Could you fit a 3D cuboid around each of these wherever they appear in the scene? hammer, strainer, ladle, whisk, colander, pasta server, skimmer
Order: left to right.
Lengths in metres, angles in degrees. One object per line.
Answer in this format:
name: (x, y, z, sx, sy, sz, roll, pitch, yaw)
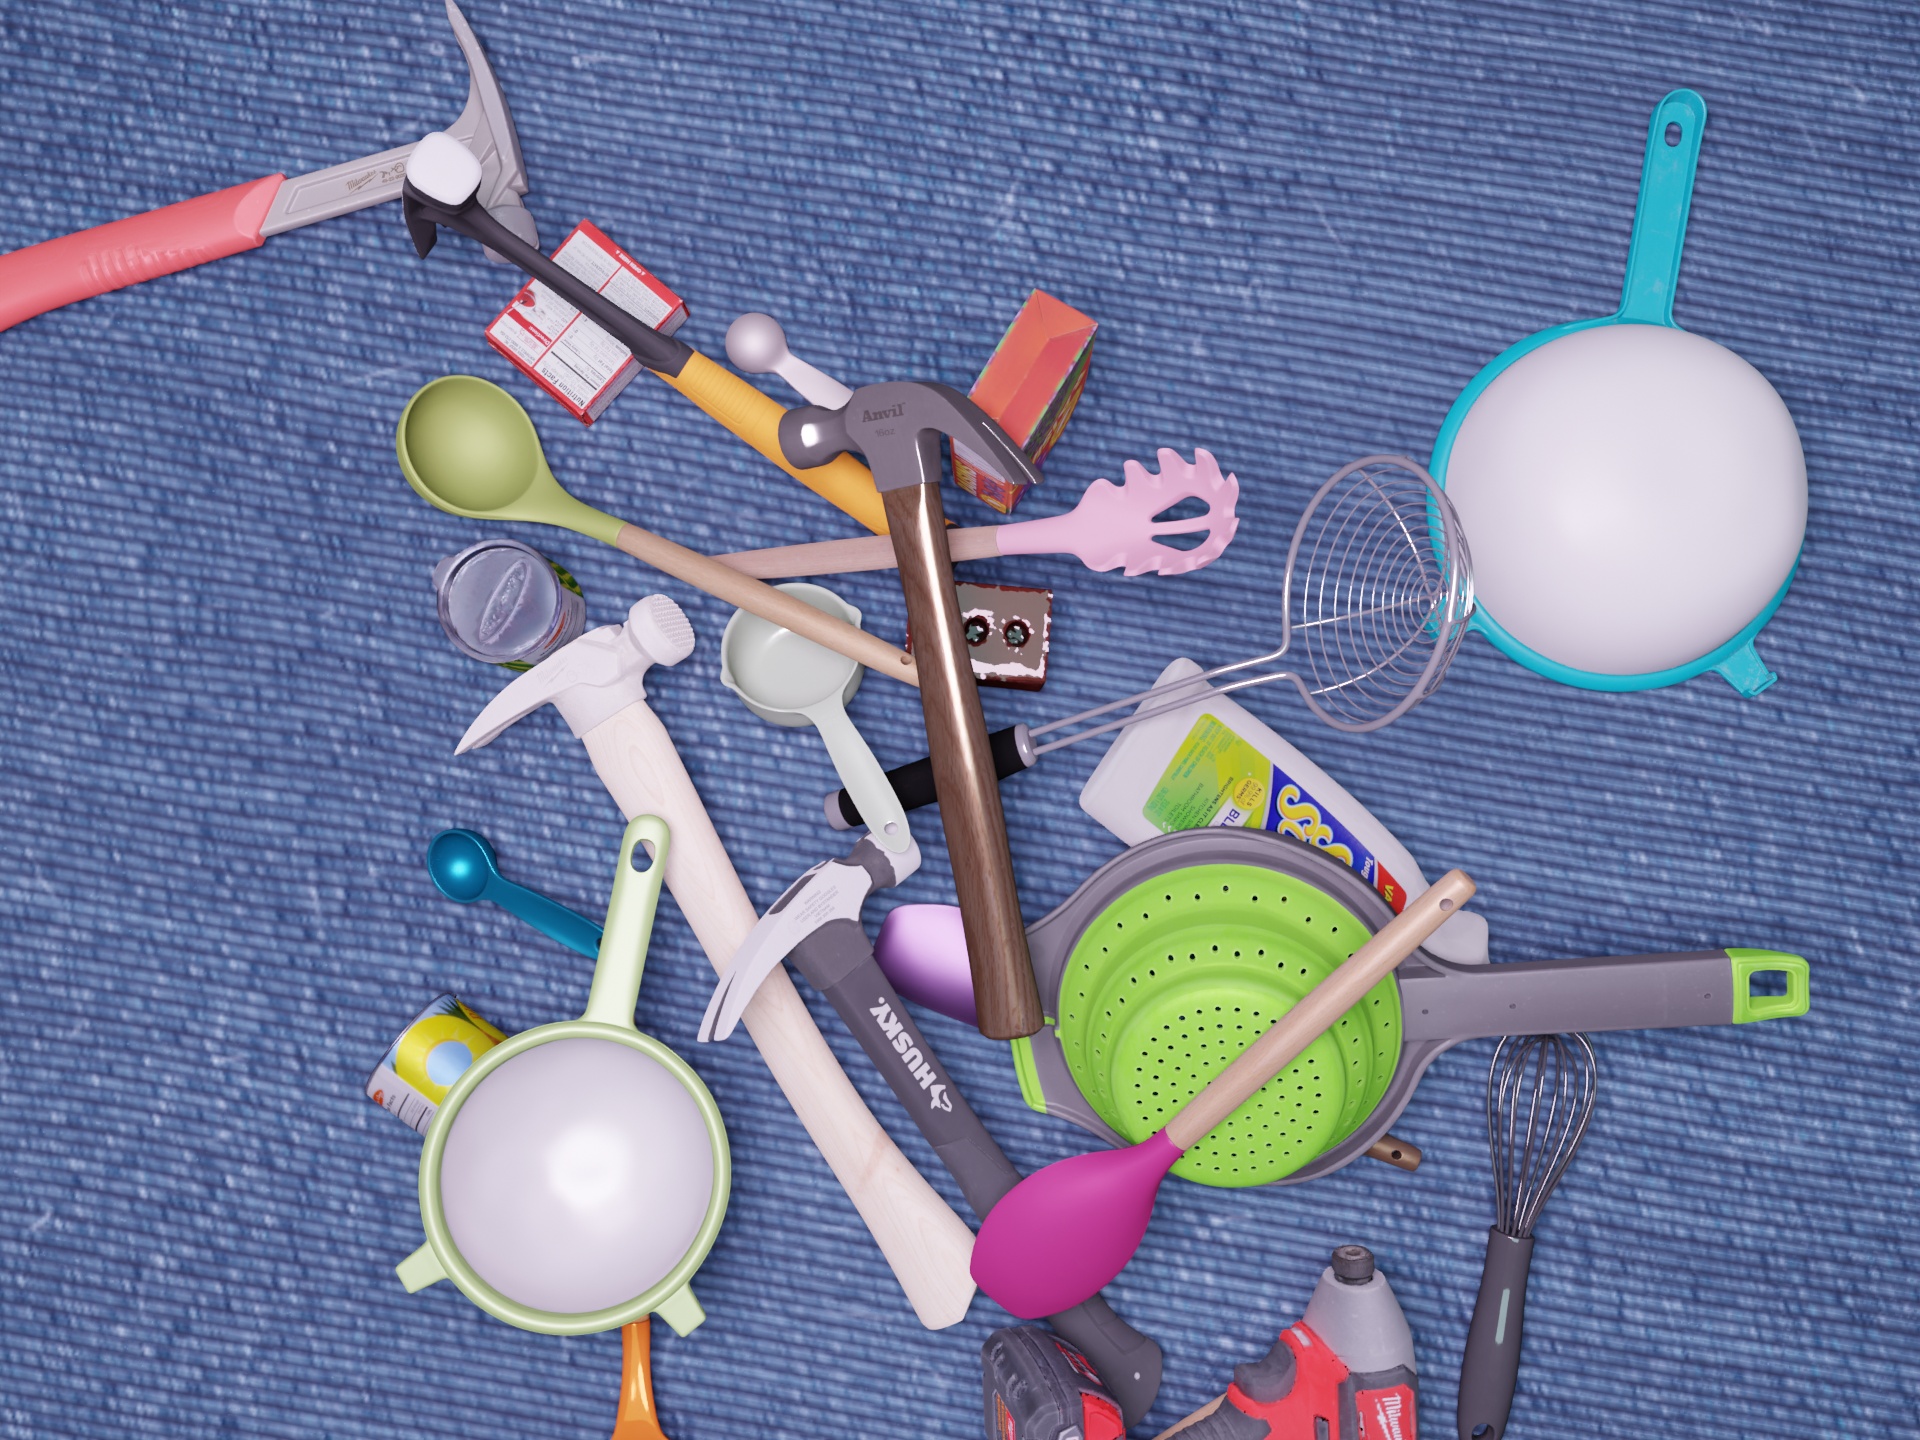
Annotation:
hammer: (-0.425, -0.285, 0.892, 0.359, 0.036, 0.149, -17, 86, -1)
strainer: (-0.183, 0.177, 0.820, 0.151, 0.069, 0.256, 11, 79, -5)
ladle: (-0.158, -0.095, 0.844, 0.320, 0.062, 0.078, 25, 61, 11)
hammer: (-0.139, -0.178, 0.840, 0.336, 0.127, 0.034, 34, 81, -16)
hammer: (-0.115, 0.144, 0.851, 0.146, 0.038, 0.410, -30, 90, 18)
pasta server: (-0.007, -0.091, 0.812, 0.316, 0.040, 0.060, -2, 83, 26)
hammer: (-0.001, -0.003, 0.787, 0.130, 0.031, 0.331, -6, 98, 33)
hammer: (0.001, 0.227, 0.818, 0.146, 0.035, 0.334, -38, 99, -32)
skimmer: (0.073, -0.017, 0.781, 0.363, 0.090, 0.127, -20, 62, 22)
colander: (0.213, 0.155, 0.779, 0.397, 0.094, 0.204, -5, 104, 11)
whisk: (0.296, 0.274, 0.846, 0.055, 0.055, 0.239, 10, 90, 1)
strainer: (0.376, -0.186, 0.851, 0.211, 0.095, 0.340, 10, 87, 1)

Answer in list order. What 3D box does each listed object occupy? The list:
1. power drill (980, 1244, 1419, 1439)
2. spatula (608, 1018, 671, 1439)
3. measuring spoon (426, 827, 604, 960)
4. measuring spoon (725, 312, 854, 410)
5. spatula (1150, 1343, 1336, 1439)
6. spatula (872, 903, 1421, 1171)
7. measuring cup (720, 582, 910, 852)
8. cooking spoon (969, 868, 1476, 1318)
power drill: (0.127, 0.346, 0.793, 0.219, 0.078, 0.143, -5, 97, -16)
spatula: (-0.175, 0.296, 0.857, 0.081, 0.041, 0.323, -4, 82, -1)
measuring spoon: (-0.231, 0.096, 0.862, 0.128, 0.021, 0.042, 27, 111, 12)
measuring spoon: (-0.079, -0.188, 0.892, 0.124, 0.018, 0.034, 36, 87, 2)
spatula: (0.074, 0.417, 0.835, 0.317, 0.044, 0.082, -32, 101, -3)
spatula: (0.101, 0.176, 0.865, 0.316, 0.018, 0.060, 23, 91, 3)
measuring cup: (-0.068, 0.004, 0.849, 0.083, 0.038, 0.168, -28, 70, -7)
cooking spoon: (0.118, 0.179, 0.741, 0.068, 0.017, 0.319, 41, 109, -5)
